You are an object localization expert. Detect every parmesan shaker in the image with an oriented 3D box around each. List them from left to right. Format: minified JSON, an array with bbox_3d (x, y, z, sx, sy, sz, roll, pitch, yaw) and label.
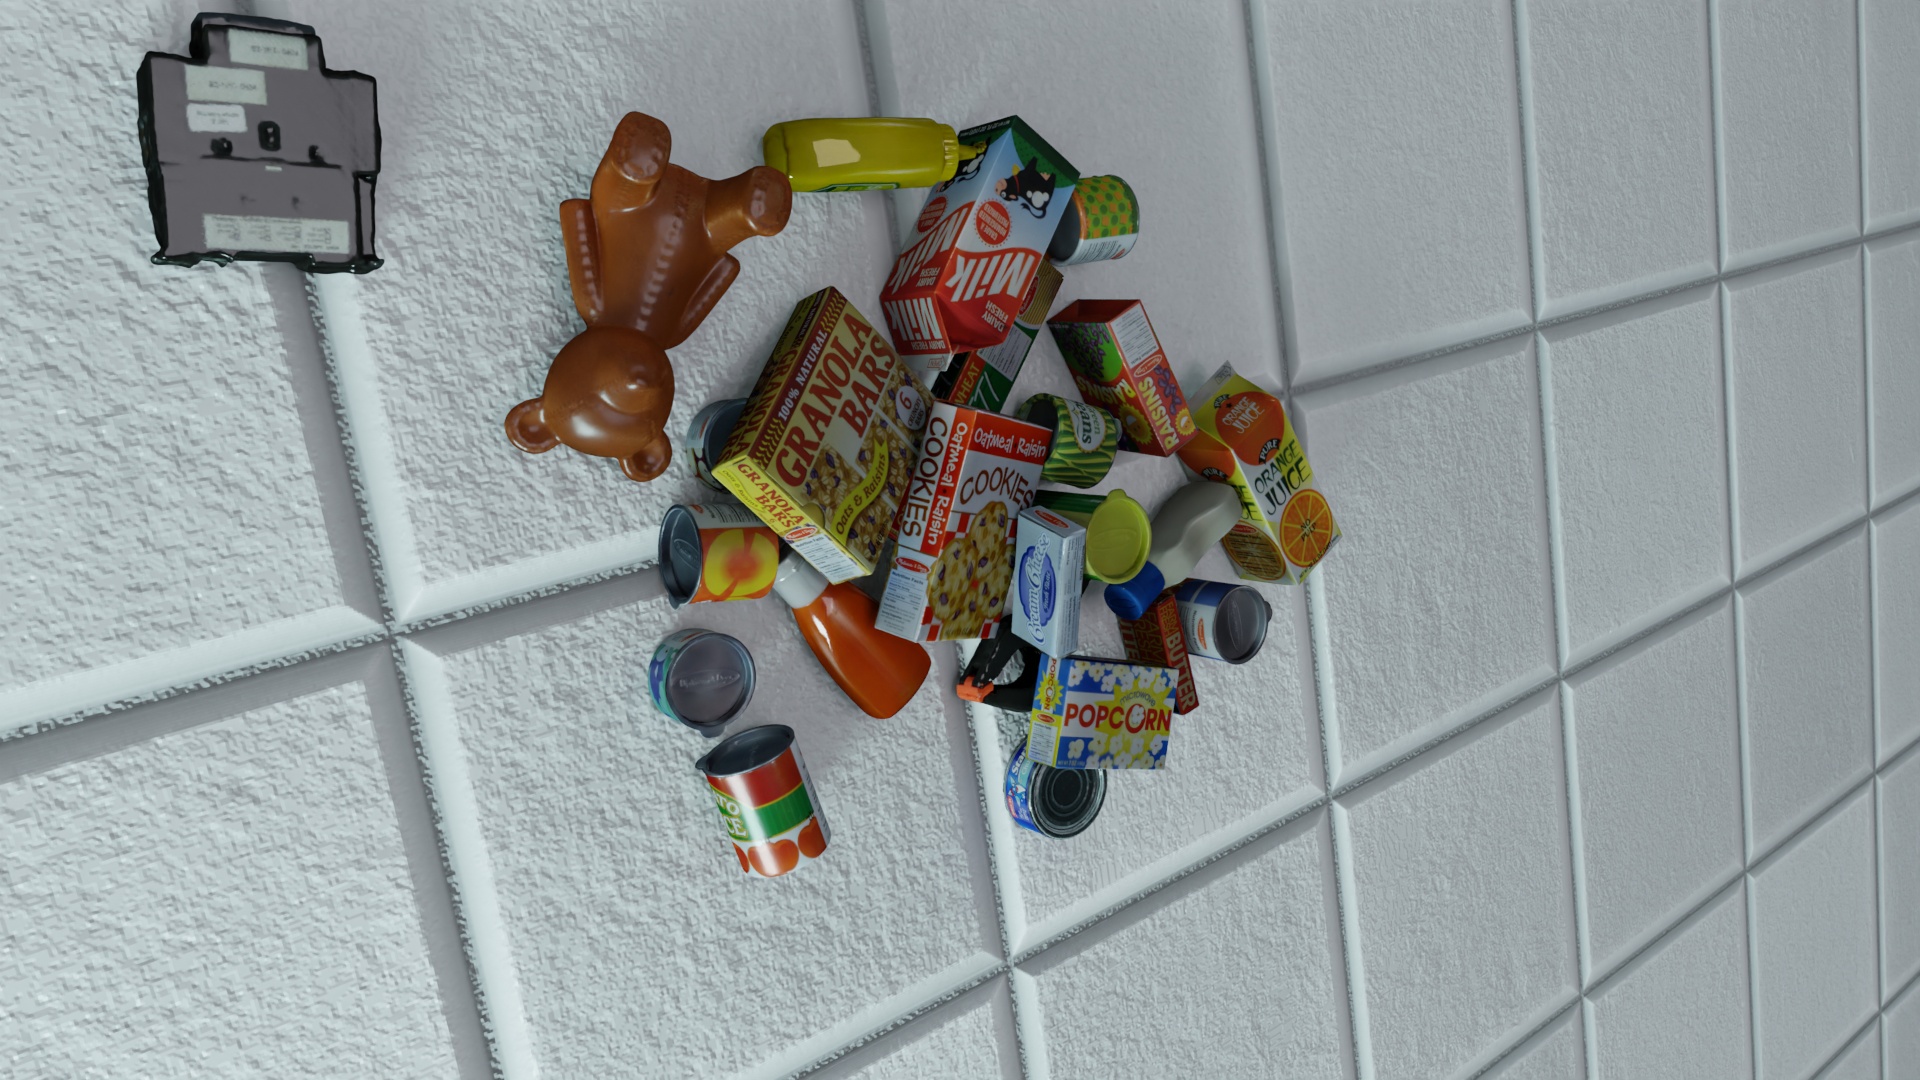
[{"bbox_3d":[0.088,-0.008,1.073,0.071,0.103,0.071,-4,98,-36],"label":"parmesan shaker"}]

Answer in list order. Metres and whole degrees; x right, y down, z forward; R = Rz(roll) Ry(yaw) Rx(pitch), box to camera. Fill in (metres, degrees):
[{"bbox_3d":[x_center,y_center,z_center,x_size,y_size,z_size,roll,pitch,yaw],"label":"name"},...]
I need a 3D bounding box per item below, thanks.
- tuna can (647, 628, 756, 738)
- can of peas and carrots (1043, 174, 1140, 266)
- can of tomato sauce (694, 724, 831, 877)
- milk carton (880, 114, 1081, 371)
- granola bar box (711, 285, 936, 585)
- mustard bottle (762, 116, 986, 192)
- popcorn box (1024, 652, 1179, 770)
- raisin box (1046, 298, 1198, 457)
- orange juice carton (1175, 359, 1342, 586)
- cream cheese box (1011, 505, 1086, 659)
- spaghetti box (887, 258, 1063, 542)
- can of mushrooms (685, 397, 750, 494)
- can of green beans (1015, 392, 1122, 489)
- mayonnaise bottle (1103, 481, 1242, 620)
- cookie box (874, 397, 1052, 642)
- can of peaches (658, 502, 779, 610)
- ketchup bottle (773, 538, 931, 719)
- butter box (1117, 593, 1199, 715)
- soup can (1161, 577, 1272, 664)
[{"bbox_3d":[-0.174,0.095,0.936,0.071,0.033,0.071,-4,96,-35],"label":"tuna can"},{"bbox_3d":[0.095,-0.251,1.081,0.059,0.071,0.070,-15,103,-33],"label":"can of peas and carrots"},{"bbox_3d":[-0.134,0.179,0.953,0.071,0.071,0.083,-28,111,-30],"label":"can of tomato sauce"},{"bbox_3d":[0.007,-0.207,1.016,0.073,0.072,0.191,33,76,-34],"label":"milk carton"},{"bbox_3d":[-0.086,-0.073,0.944,0.124,0.039,0.166,45,46,-31],"label":"granola bar box"},{"bbox_3d":[-0.053,-0.267,0.960,0.161,0.065,0.048,-8,103,-23],"label":"mustard bottle"},{"bbox_3d":[0.113,0.136,1.099,0.127,0.038,0.085,9,89,-40],"label":"popcorn box"},{"bbox_3d":[0.129,-0.130,1.101,0.040,0.086,0.123,-37,114,-21],"label":"raisin box"},{"bbox_3d":[0.251,-0.057,1.204,0.072,0.073,0.192,-43,116,-25],"label":"orange juice carton"},{"bbox_3d":[0.065,0.032,1.035,0.024,0.053,0.103,-15,120,-34],"label":"cream cheese box"},{"bbox_3d":[0.005,-0.108,1.050,0.050,0.028,0.250,34,75,-33],"label":"spaghetti box"},{"bbox_3d":[-0.149,-0.062,0.941,0.071,0.033,0.071,-3,96,-36],"label":"can of mushrooms"},{"bbox_3d":[0.080,-0.078,1.083,0.058,0.071,0.071,11,88,-36],"label":"can of green beans"},{"bbox_3d":[0.172,0.007,1.149,0.149,0.064,0.041,-45,119,-33],"label":"mayonnaise bottle"},{"bbox_3d":[0.004,-0.013,1.009,0.123,0.040,0.167,6,100,-61],"label":"cookie box"},{"bbox_3d":[-0.160,0.010,0.920,0.058,0.071,0.071,-3,96,-36],"label":"can of peaches"},{"bbox_3d":[-0.084,0.059,0.991,0.148,0.043,0.065,51,63,-28],"label":"ketchup bottle"},{"bbox_3d":[0.165,0.094,1.168,0.024,0.053,0.103,-25,108,-33],"label":"butter box"},{"bbox_3d":[0.209,0.066,1.178,0.071,0.084,0.071,-4,97,-36],"label":"soup can"}]
